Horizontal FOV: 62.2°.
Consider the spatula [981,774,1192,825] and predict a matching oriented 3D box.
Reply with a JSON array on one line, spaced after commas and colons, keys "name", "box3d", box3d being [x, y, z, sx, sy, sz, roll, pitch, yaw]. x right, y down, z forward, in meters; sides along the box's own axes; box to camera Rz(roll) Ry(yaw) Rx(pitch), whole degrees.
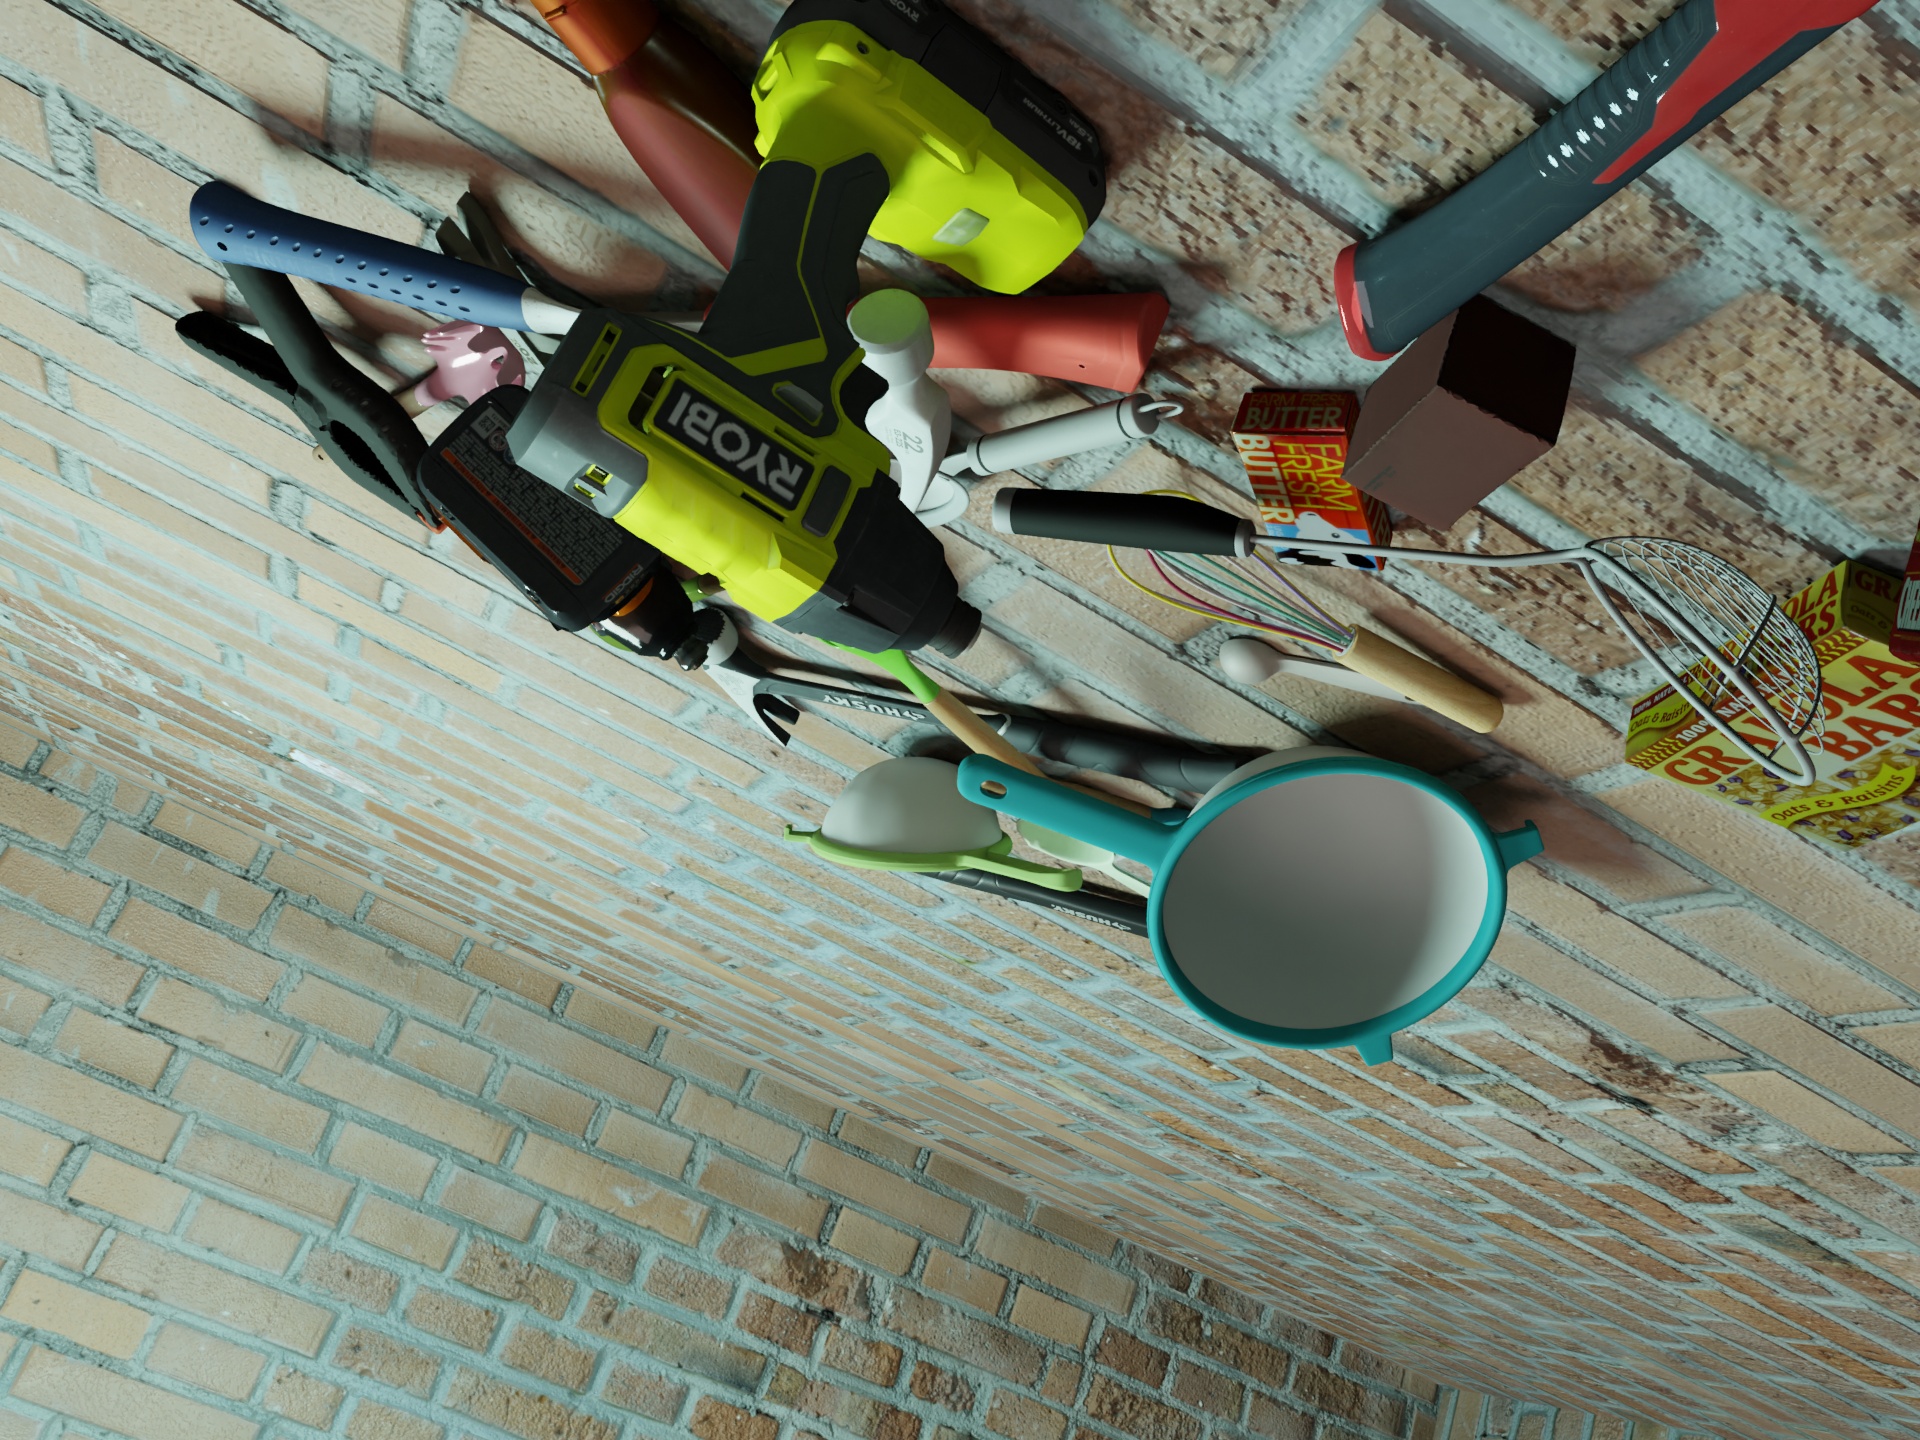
[{"name": "spatula", "box3d": [0.108, 0.071, 1.066, 0.082, 0.044, 0.317, 7, 174, 40]}]

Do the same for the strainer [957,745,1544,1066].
[{"name": "strainer", "box3d": [0.158, 0.071, 0.966, 0.340, 0.095, 0.211, 21, 118, -9]}]

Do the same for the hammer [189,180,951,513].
[{"name": "hammer", "box3d": [-0.190, -0.186, 0.751, 0.405, 0.035, 0.144, 19, 157, 17]}]

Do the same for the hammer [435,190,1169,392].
[{"name": "hammer", "box3d": [-0.076, -0.188, 0.744, 0.359, 0.037, 0.149, 8, 151, 30]}]

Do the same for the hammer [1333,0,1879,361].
[{"name": "hammer", "box3d": [0.244, -0.196, 0.448, 0.143, 0.038, 0.386, 26, 156, -14]}]

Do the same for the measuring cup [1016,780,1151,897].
[{"name": "measuring cup", "box3d": [0.116, 0.095, 1.189, 0.167, 0.038, 0.083, 32, 155, -27]}]

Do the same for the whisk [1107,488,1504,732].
[{"name": "whisk", "box3d": [0.182, -0.052, 0.814, 0.244, 0.047, 0.051, 25, 168, -17]}]

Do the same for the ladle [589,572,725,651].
[{"name": "ladle", "box3d": [-0.137, -0.100, 0.996, 0.320, 0.062, 0.078, -13, 130, 43]}]

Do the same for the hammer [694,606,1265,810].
[{"name": "hammer", "box3d": [0.010, 0.006, 1.090, 0.409, 0.036, 0.149, 12, 156, 21]}]

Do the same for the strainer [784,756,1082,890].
[{"name": "strainer", "box3d": [-0.003, 0.069, 1.137, 0.151, 0.069, 0.256, -5, -171, -38]}]

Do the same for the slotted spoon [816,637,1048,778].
[{"name": "slotted spoon", "box3d": [-0.002, -0.003, 1.010, 0.070, 0.031, 0.313, -11, 141, 40]}]

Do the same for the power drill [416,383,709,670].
[{"name": "power drill", "box3d": [-0.210, -0.095, 0.898, 0.164, 0.084, 0.226, 44, 175, -3]}]

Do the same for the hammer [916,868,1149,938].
[{"name": "hammer", "box3d": [0.054, 0.144, 1.349, 0.335, 0.035, 0.146, 14, 155, 18]}]

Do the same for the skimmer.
[{"name": "skimmer", "box3d": [0.180, -0.045, 0.698, 0.363, 0.090, 0.127, 9, 177, 21]}]

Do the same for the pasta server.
[{"name": "pasta server", "box3d": [-0.343, -0.189, 0.972, 0.316, 0.040, 0.060, -6, 126, 50]}]

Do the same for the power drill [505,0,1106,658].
[{"name": "power drill", "box3d": [-0.037, -0.141, 0.573, 0.171, 0.223, 0.080, 31, 155, -20]}]

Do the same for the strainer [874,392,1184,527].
[{"name": "strainer", "box3d": [0.008, -0.129, 0.775, 0.086, 0.050, 0.258, 19, 165, -40]}]

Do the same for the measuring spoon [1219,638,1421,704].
[{"name": "measuring spoon", "box3d": [0.203, -0.020, 0.885, 0.124, 0.018, 0.034, 14, 155, 16]}]
